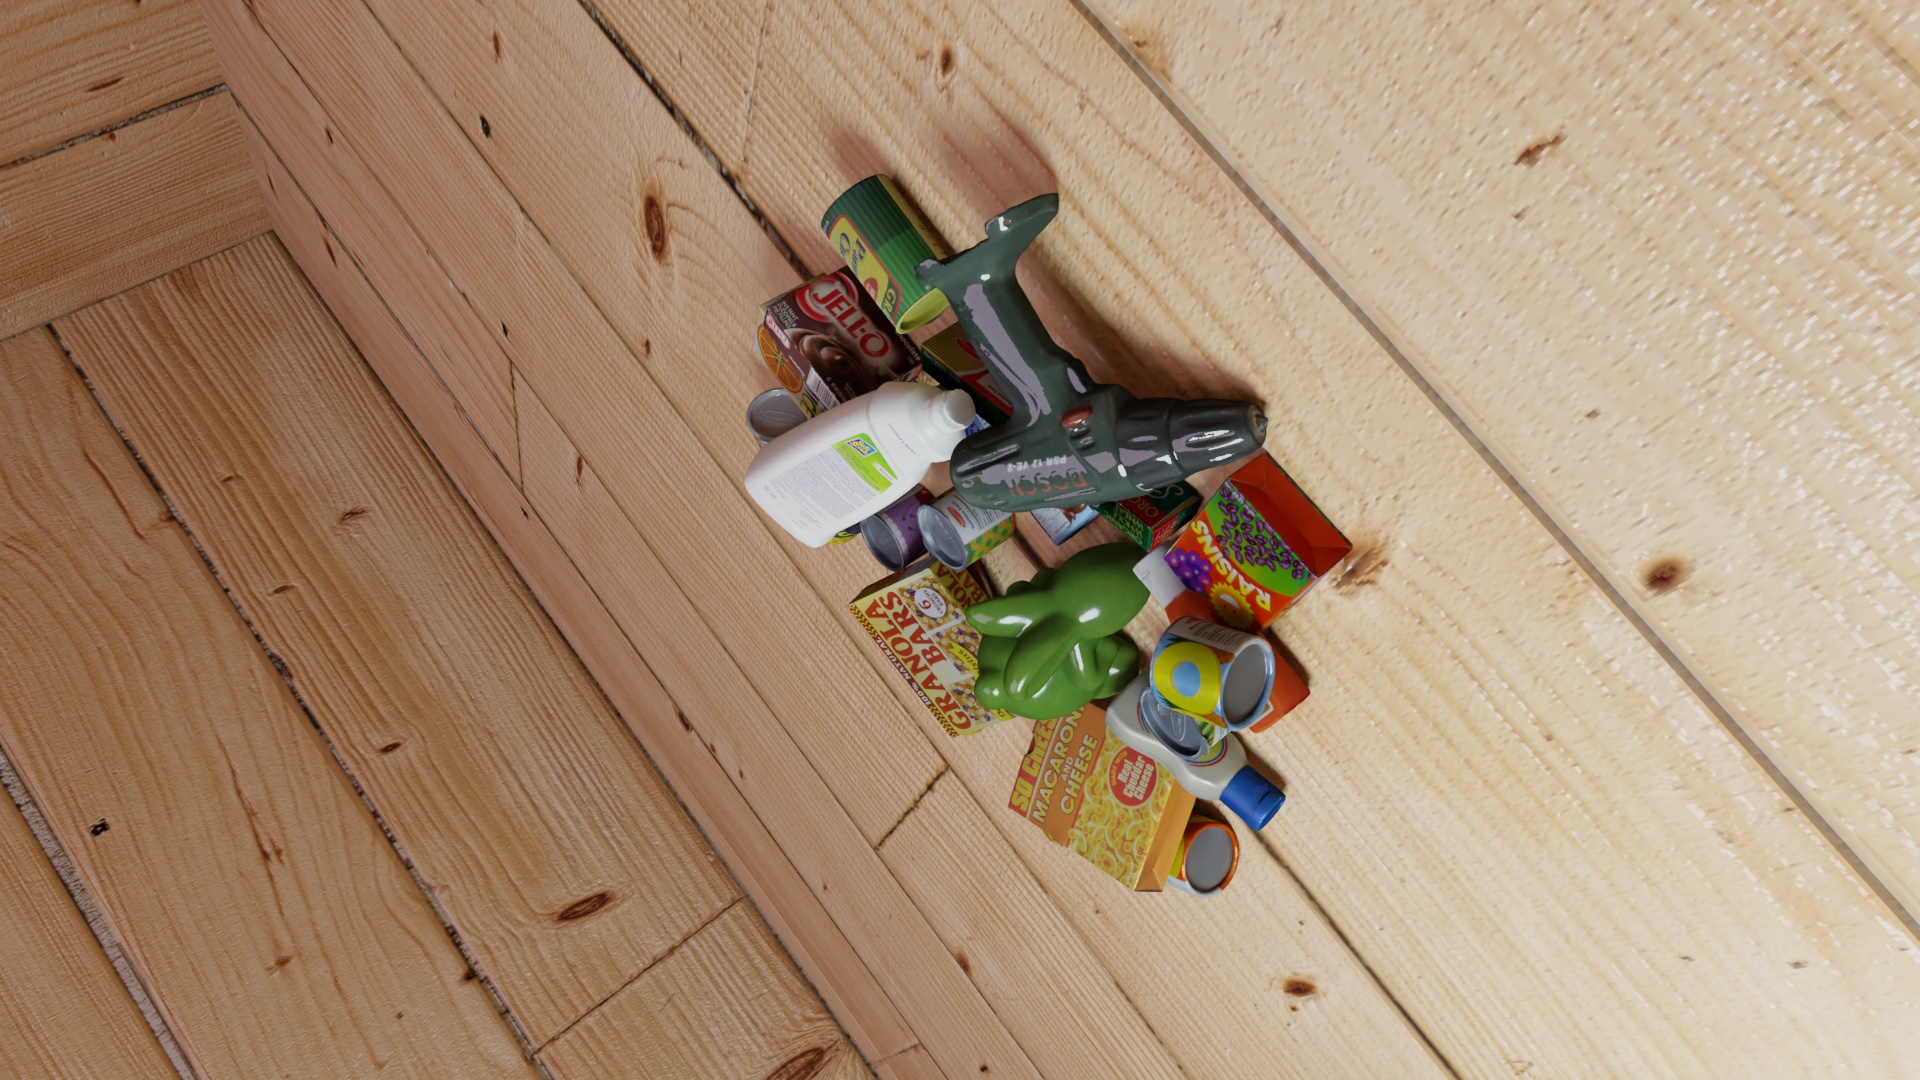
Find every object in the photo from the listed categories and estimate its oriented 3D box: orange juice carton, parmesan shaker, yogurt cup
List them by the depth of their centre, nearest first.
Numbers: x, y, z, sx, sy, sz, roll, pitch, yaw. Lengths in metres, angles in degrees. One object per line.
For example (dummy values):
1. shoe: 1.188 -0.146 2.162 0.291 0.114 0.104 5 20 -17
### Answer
1. parmesan shaker: -0.052 -0.218 1.061 0.103 0.071 0.071 53 154 7
2. orange juice carton: -0.098 -0.135 1.228 0.193 0.072 0.072 51 154 13
3. yogurt cup: -0.180 -0.114 1.408 0.072 0.072 0.053 44 159 25

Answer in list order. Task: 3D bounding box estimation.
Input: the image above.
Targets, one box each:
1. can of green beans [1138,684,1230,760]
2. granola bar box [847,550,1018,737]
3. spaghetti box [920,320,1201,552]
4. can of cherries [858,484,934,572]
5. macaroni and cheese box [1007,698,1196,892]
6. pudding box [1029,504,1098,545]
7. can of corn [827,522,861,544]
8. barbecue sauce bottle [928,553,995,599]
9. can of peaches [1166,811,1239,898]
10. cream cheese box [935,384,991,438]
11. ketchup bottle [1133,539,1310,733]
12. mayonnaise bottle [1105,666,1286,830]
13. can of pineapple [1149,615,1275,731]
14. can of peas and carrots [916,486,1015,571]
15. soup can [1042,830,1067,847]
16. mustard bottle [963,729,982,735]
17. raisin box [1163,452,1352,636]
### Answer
1. can of green beans: 0.179 0.124 1.057 0.071 0.058 0.071 41 150 30
2. granola bar box: -0.010 0.096 1.280 0.124 0.039 0.165 -26 106 44
3. spaghetti box: 0.068 -0.082 1.023 0.251 0.050 0.028 42 152 28
4. can of cherries: -0.052 -0.010 1.308 0.071 0.058 0.071 39 149 30
5. macaroni and cheese box: 0.123 0.207 1.194 0.166 0.040 0.123 24 97 48
6. pudding box: 0.084 -0.034 1.075 0.050 0.030 0.083 54 154 7
7. can of corn: -0.121 -0.032 1.392 0.071 0.071 0.058 55 155 3
8. barbecue sauce bottle: -0.002 0.036 1.290 0.065 0.044 0.148 15 133 43
9. can of peaches: 0.195 0.263 1.183 0.058 0.071 0.071 8 127 57
10. cream cheese box: 0.017 -0.084 1.107 0.024 0.053 0.103 1 121 55
11. ketchup bottle: 0.185 0.067 0.999 0.149 0.044 0.064 52 157 11
12. mayonnaise bottle: 0.187 0.166 1.092 0.148 0.065 0.041 39 154 24
13. can of pineapple: 0.170 0.091 0.936 0.058 0.071 0.070 16 134 43
14. can of peas and carrots: 0.004 -0.015 1.203 0.071 0.059 0.070 42 151 30
15. soup can: 0.103 0.241 1.313 0.071 0.071 0.083 30 144 43
16. mustard bottle: 0.011 0.160 1.404 0.065 0.049 0.159 45 153 15
17. raisin box: 0.194 0.010 0.923 0.086 0.040 0.122 50 154 12
